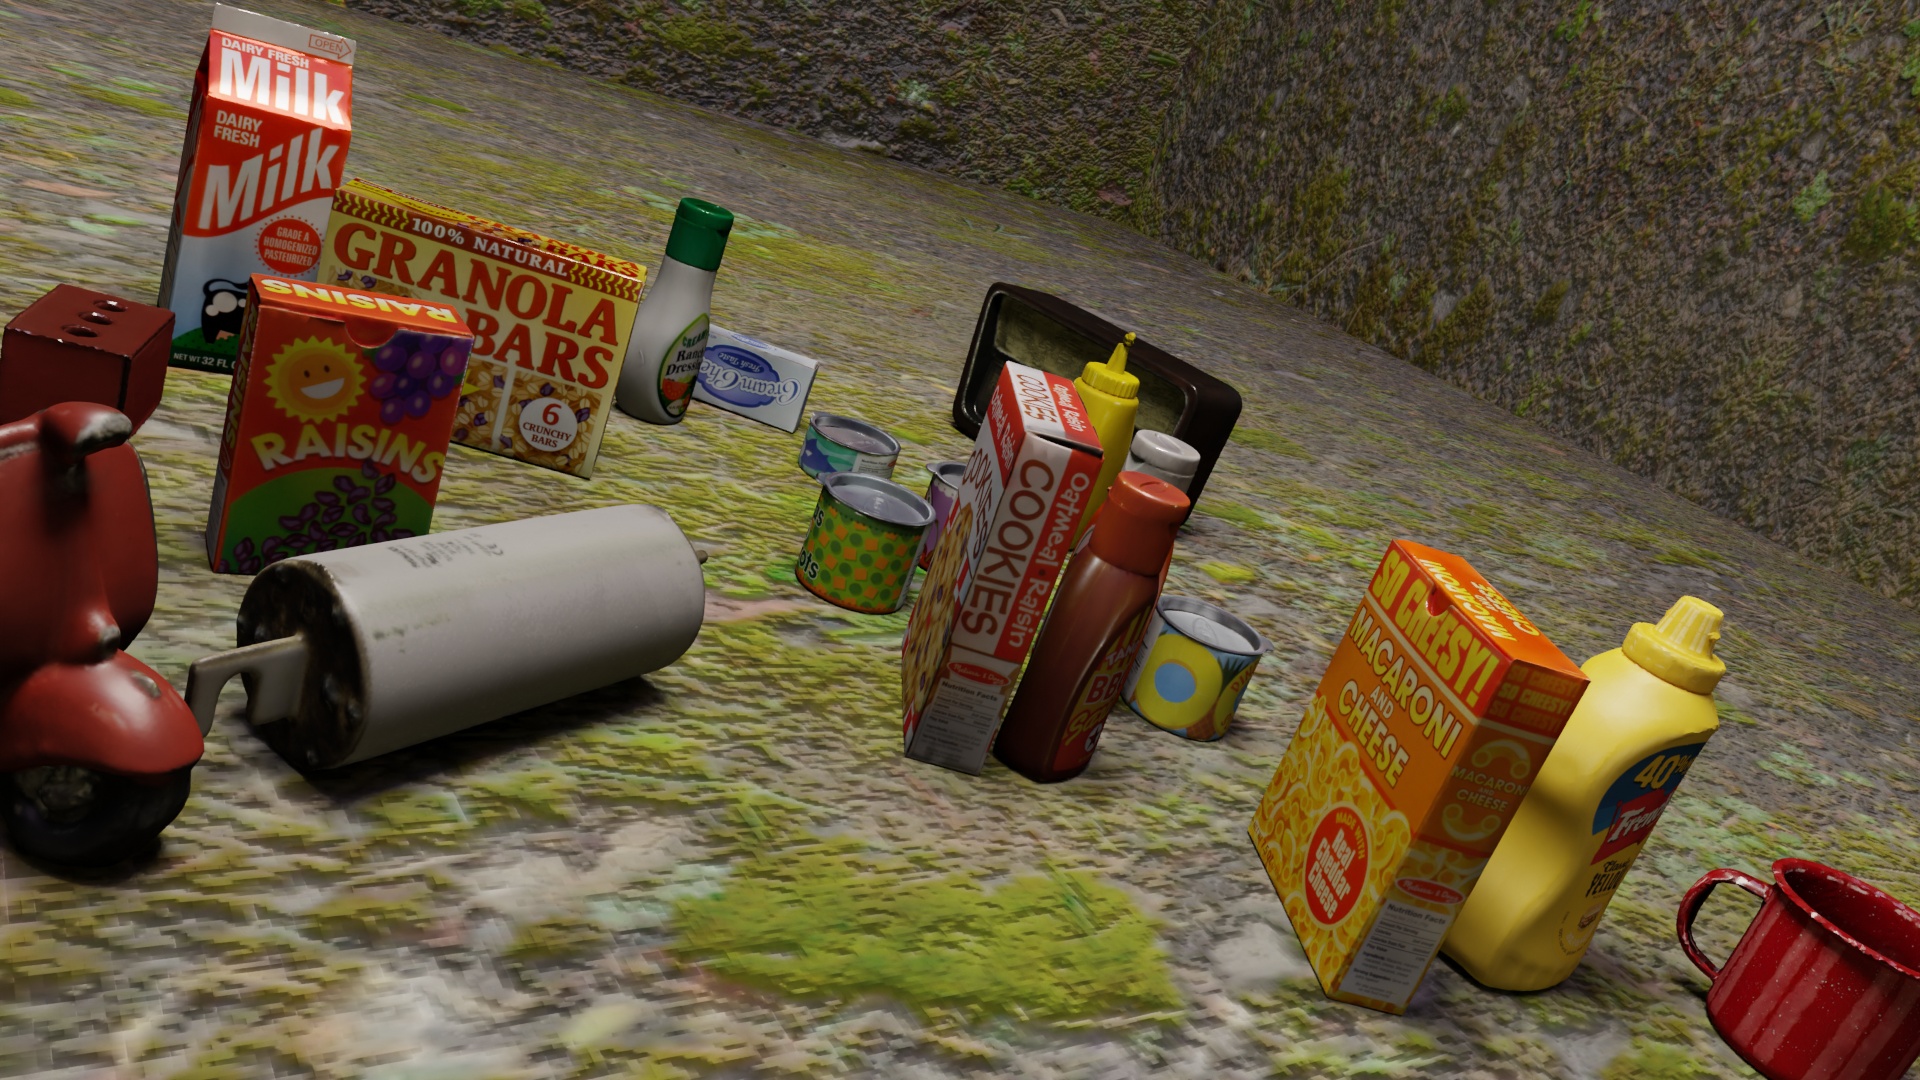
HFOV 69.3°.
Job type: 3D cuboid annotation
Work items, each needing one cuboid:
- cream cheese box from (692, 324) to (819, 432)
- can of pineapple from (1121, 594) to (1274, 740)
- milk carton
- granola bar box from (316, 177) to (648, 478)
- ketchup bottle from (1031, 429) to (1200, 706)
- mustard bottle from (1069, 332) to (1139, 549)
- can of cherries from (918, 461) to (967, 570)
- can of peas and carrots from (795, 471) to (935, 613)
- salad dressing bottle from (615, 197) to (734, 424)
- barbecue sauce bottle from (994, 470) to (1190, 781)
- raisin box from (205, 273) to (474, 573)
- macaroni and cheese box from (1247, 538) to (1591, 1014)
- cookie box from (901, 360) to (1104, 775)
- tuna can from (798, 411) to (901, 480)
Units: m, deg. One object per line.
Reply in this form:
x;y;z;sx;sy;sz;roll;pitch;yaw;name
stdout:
-0.160;-0.121;1.012;0.104;0.053;0.024;19;19;-4;cream cheese box
0.132;0.072;0.781;0.071;0.057;0.071;18;19;-6;can of pineapple
-0.389;-0.191;0.768;0.072;0.189;0.073;6;23;-36;milk carton
-0.274;-0.118;0.785;0.166;0.123;0.039;16;19;-13;granola bar box
0.086;0.014;0.752;0.043;0.148;0.065;10;21;-27;ketchup bottle
0.090;-0.072;0.970;0.049;0.159;0.065;33;23;33;mustard bottle
0.003;-0.011;0.874;0.071;0.058;0.072;18;19;-6;can of cherries
-0.056;0.000;0.784;0.071;0.058;0.071;18;19;-6;can of peas and carrots
-0.189;-0.153;0.927;0.044;0.147;0.064;26;20;16;salad dressing bottle
0.064;0.040;0.663;0.044;0.148;0.065;29;21;24;barbecue sauce bottle
-0.269;-0.045;0.599;0.086;0.123;0.040;6;24;-36;raisin box
0.190;0.098;0.606;0.040;0.165;0.124;16;19;-12;macaroni and cheese box
0.016;0.009;0.670;0.040;0.166;0.123;17;19;-9;cookie box
-0.079;-0.061;0.964;0.071;0.032;0.071;18;19;-6;tuna can
